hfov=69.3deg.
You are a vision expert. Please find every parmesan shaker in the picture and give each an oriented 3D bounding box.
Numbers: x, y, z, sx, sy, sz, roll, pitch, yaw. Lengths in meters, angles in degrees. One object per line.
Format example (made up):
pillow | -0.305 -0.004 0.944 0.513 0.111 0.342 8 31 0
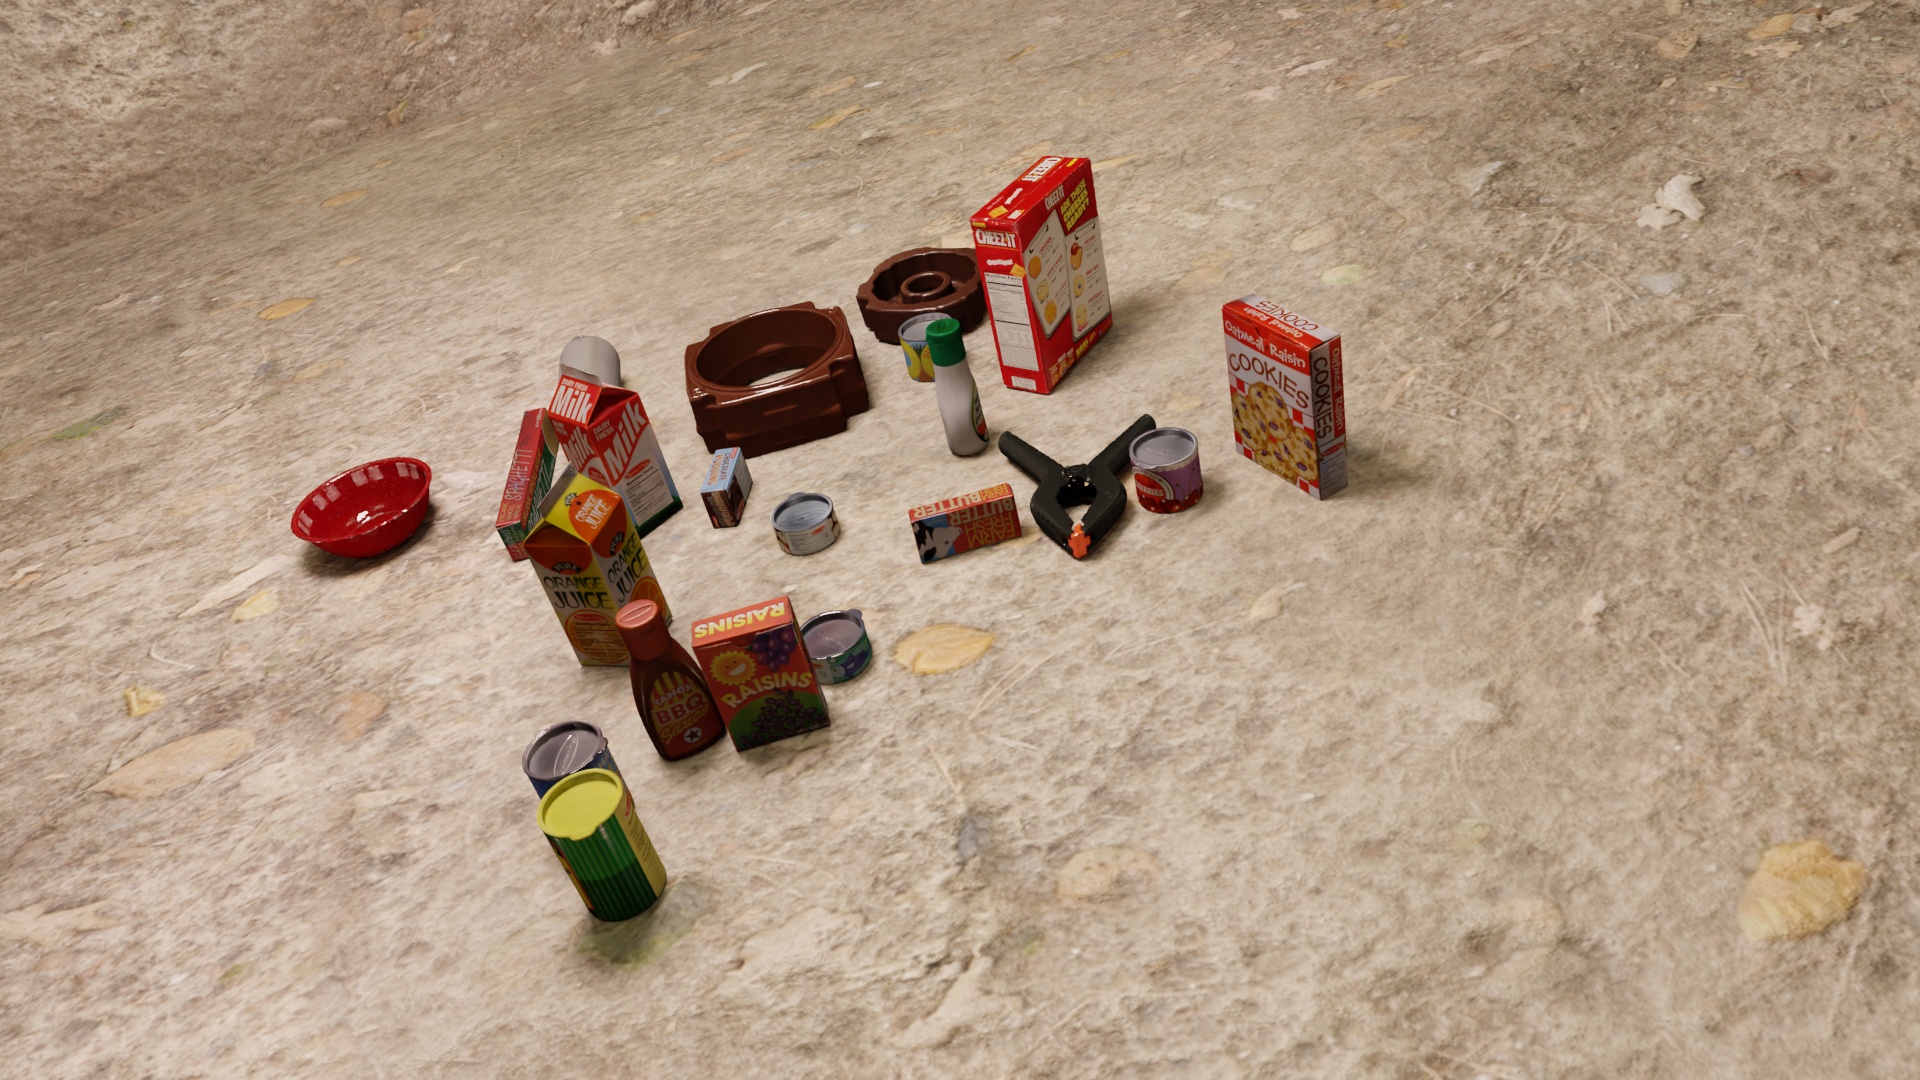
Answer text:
parmesan shaker | -0.272 0.235 1.058 0.071 0.102 0.072 -9 36 7

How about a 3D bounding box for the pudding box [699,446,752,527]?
pudding box | -0.250 -0.058 1.489 0.030 0.049 0.084 -7 36 10

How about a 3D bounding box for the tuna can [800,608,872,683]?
tuna can | -0.113 0.095 1.254 0.071 0.032 0.071 -9 36 7

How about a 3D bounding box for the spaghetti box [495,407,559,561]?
spaghetti box | -0.491 -0.068 1.584 0.029 0.050 0.251 -14 36 1

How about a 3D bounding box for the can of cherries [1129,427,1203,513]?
can of cherries | 0.198 -0.067 1.344 0.071 0.058 0.072 -9 36 7

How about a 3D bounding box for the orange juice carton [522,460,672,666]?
orange juice carton | -0.341 0.024 1.289 0.073 0.191 0.072 -1 38 18

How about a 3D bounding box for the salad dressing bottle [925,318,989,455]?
salad dressing bottle | -0.004 -0.161 1.463 0.044 0.147 0.064 -5 37 12

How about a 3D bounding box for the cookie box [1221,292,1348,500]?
cookie box | 0.305 -0.136 1.309 0.040 0.166 0.123 -28 38 -18

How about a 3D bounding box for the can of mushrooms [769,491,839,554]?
can of mushrooms | -0.159 -0.018 1.420 0.071 0.033 0.071 -9 36 7

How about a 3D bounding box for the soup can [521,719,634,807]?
soup can | -0.308 0.199 1.135 0.071 0.083 0.072 -9 36 7

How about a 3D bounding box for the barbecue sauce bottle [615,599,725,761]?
barbecue sauce bottle | -0.249 0.116 1.172 0.065 0.147 0.044 -26 37 -16

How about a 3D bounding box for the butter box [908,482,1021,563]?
butter box | 0.005 -0.017 1.346 0.103 0.053 0.024 -16 36 -2

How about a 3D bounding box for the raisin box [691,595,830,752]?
raisin box | -0.167 0.113 1.170 0.086 0.122 0.040 -15 36 -1

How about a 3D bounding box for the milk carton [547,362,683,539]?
milk carton | -0.370 -0.100 1.467 0.072 0.189 0.074 19 47 37

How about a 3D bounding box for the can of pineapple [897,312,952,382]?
can of pineapple | -0.035 -0.227 1.637 0.071 0.057 0.071 -9 36 7
